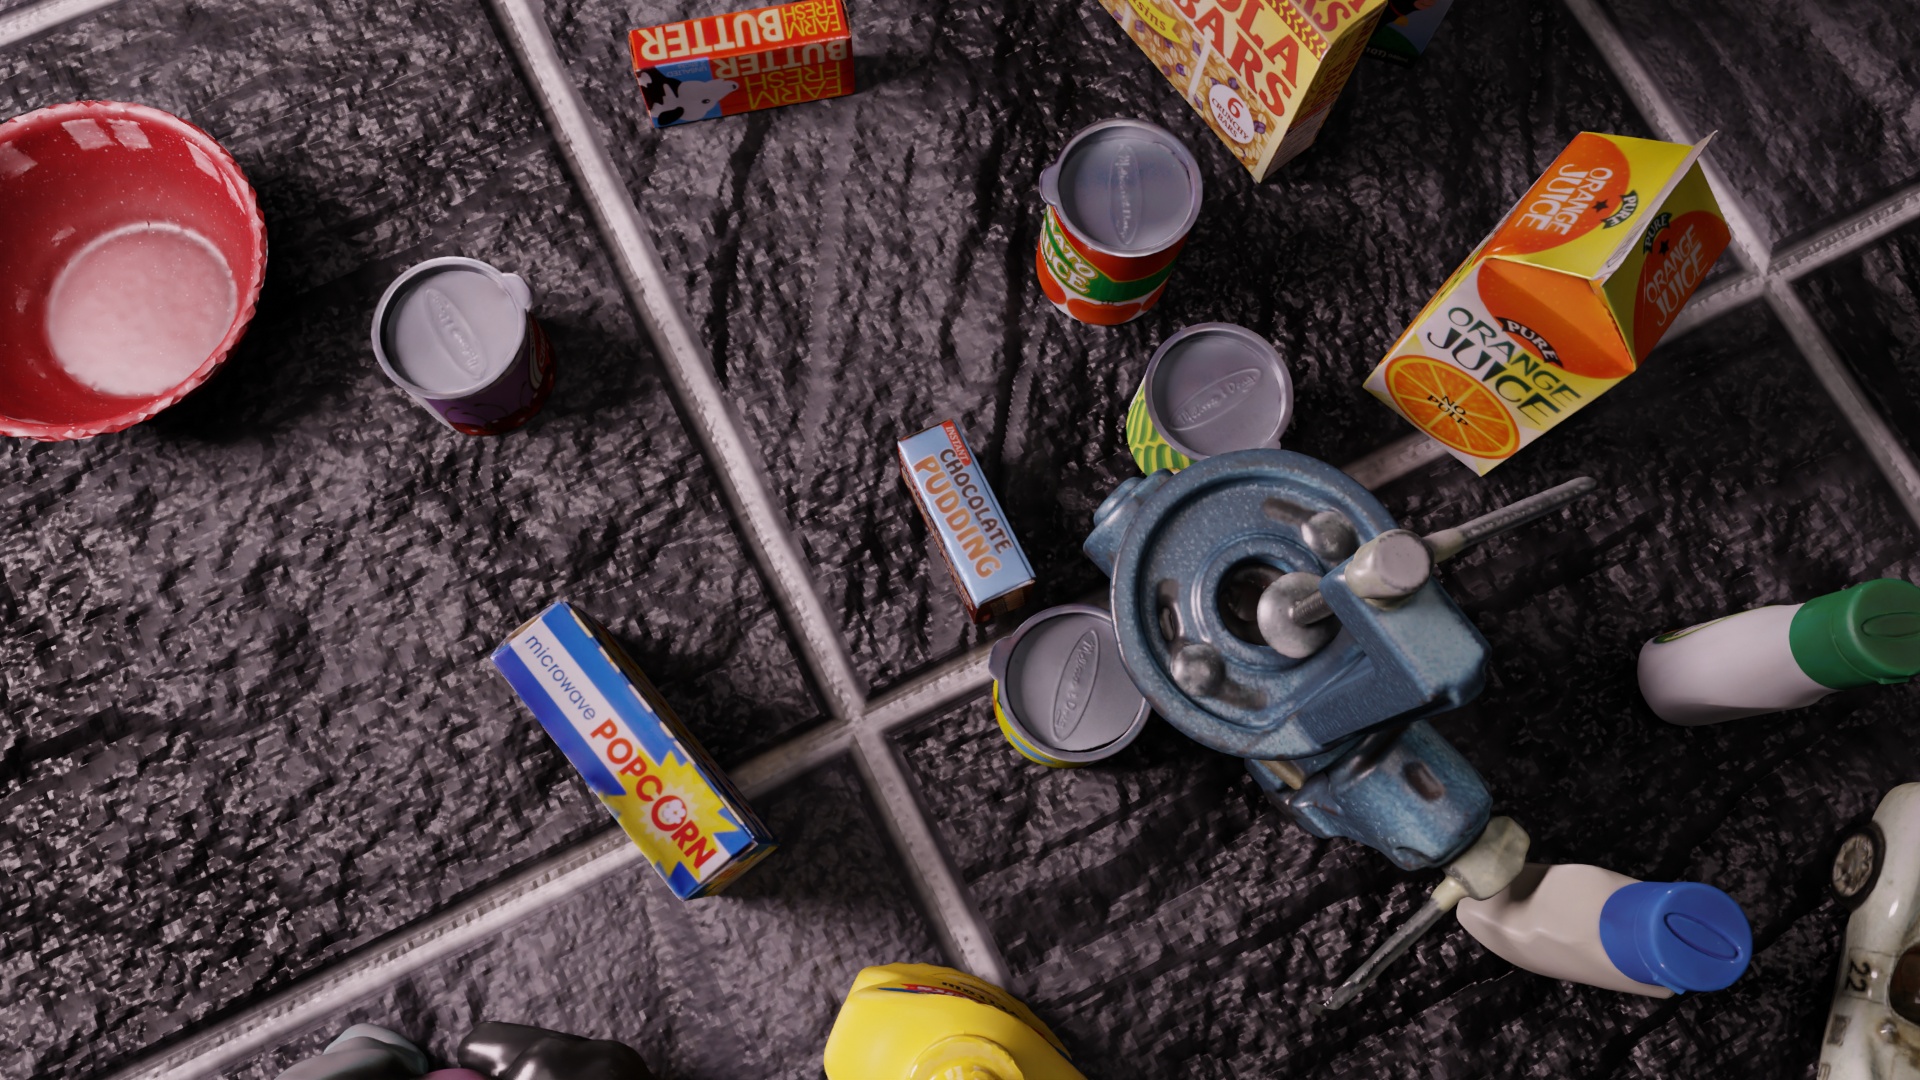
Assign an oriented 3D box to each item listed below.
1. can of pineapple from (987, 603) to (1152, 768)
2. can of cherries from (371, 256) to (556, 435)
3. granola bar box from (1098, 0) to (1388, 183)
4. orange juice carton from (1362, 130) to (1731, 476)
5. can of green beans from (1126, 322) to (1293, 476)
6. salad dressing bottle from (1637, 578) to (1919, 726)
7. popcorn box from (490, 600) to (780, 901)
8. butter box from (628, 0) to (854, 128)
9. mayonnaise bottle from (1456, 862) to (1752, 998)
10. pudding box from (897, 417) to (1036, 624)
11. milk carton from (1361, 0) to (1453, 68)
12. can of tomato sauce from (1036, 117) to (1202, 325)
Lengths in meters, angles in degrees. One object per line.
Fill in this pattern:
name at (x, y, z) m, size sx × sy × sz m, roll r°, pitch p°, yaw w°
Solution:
can of pineapple at (0.046, 0.063, 0.602) m, size 0.071 × 0.057 × 0.071 m, roll 0°, pitch 77°, yaw -2°
can of cherries at (-0.220, -0.087, 0.629) m, size 0.071 × 0.058 × 0.071 m, roll 0°, pitch 77°, yaw -2°
granola bar box at (0.116, -0.266, 0.650) m, size 0.039 × 0.124 × 0.165 m, roll -36°, pitch 80°, yaw -9°
orange juice carton at (0.245, -0.099, 0.579) m, size 0.073 × 0.192 × 0.072 m, roll 39°, pitch 79°, yaw 7°
can of green beans at (0.112, -0.058, 0.634) m, size 0.071 × 0.057 × 0.071 m, roll 0°, pitch 77°, yaw -2°
salad dressing bottle at (0.335, 0.047, 0.569) m, size 0.064 × 0.147 × 0.044 m, roll -5°, pitch 77°, yaw -3°
popcorn box at (-0.132, 0.088, 0.575) m, size 0.038 × 0.085 × 0.127 m, roll -39°, pitch 81°, yaw -10°
butter box at (-0.104, -0.230, 0.671) m, size 0.103 × 0.053 × 0.024 m, roll -11°, pitch 77°, yaw -5°
mayonnaise bottle at (0.250, 0.151, 0.541) m, size 0.065 × 0.147 × 0.041 m, roll 28°, pitch 78°, yaw 5°
pudding box at (0.002, -0.008, 0.622) m, size 0.030 × 0.049 × 0.084 m, roll -25°, pitch 79°, yaw -7°
milk carton at (0.210, -0.305, 0.629) m, size 0.072 × 0.190 × 0.073 m, roll 18°, pitch 77°, yaw 2°
can of tomato sauce at (0.069, -0.144, 0.640) m, size 0.071 × 0.083 × 0.071 m, roll 0°, pitch 77°, yaw -2°
